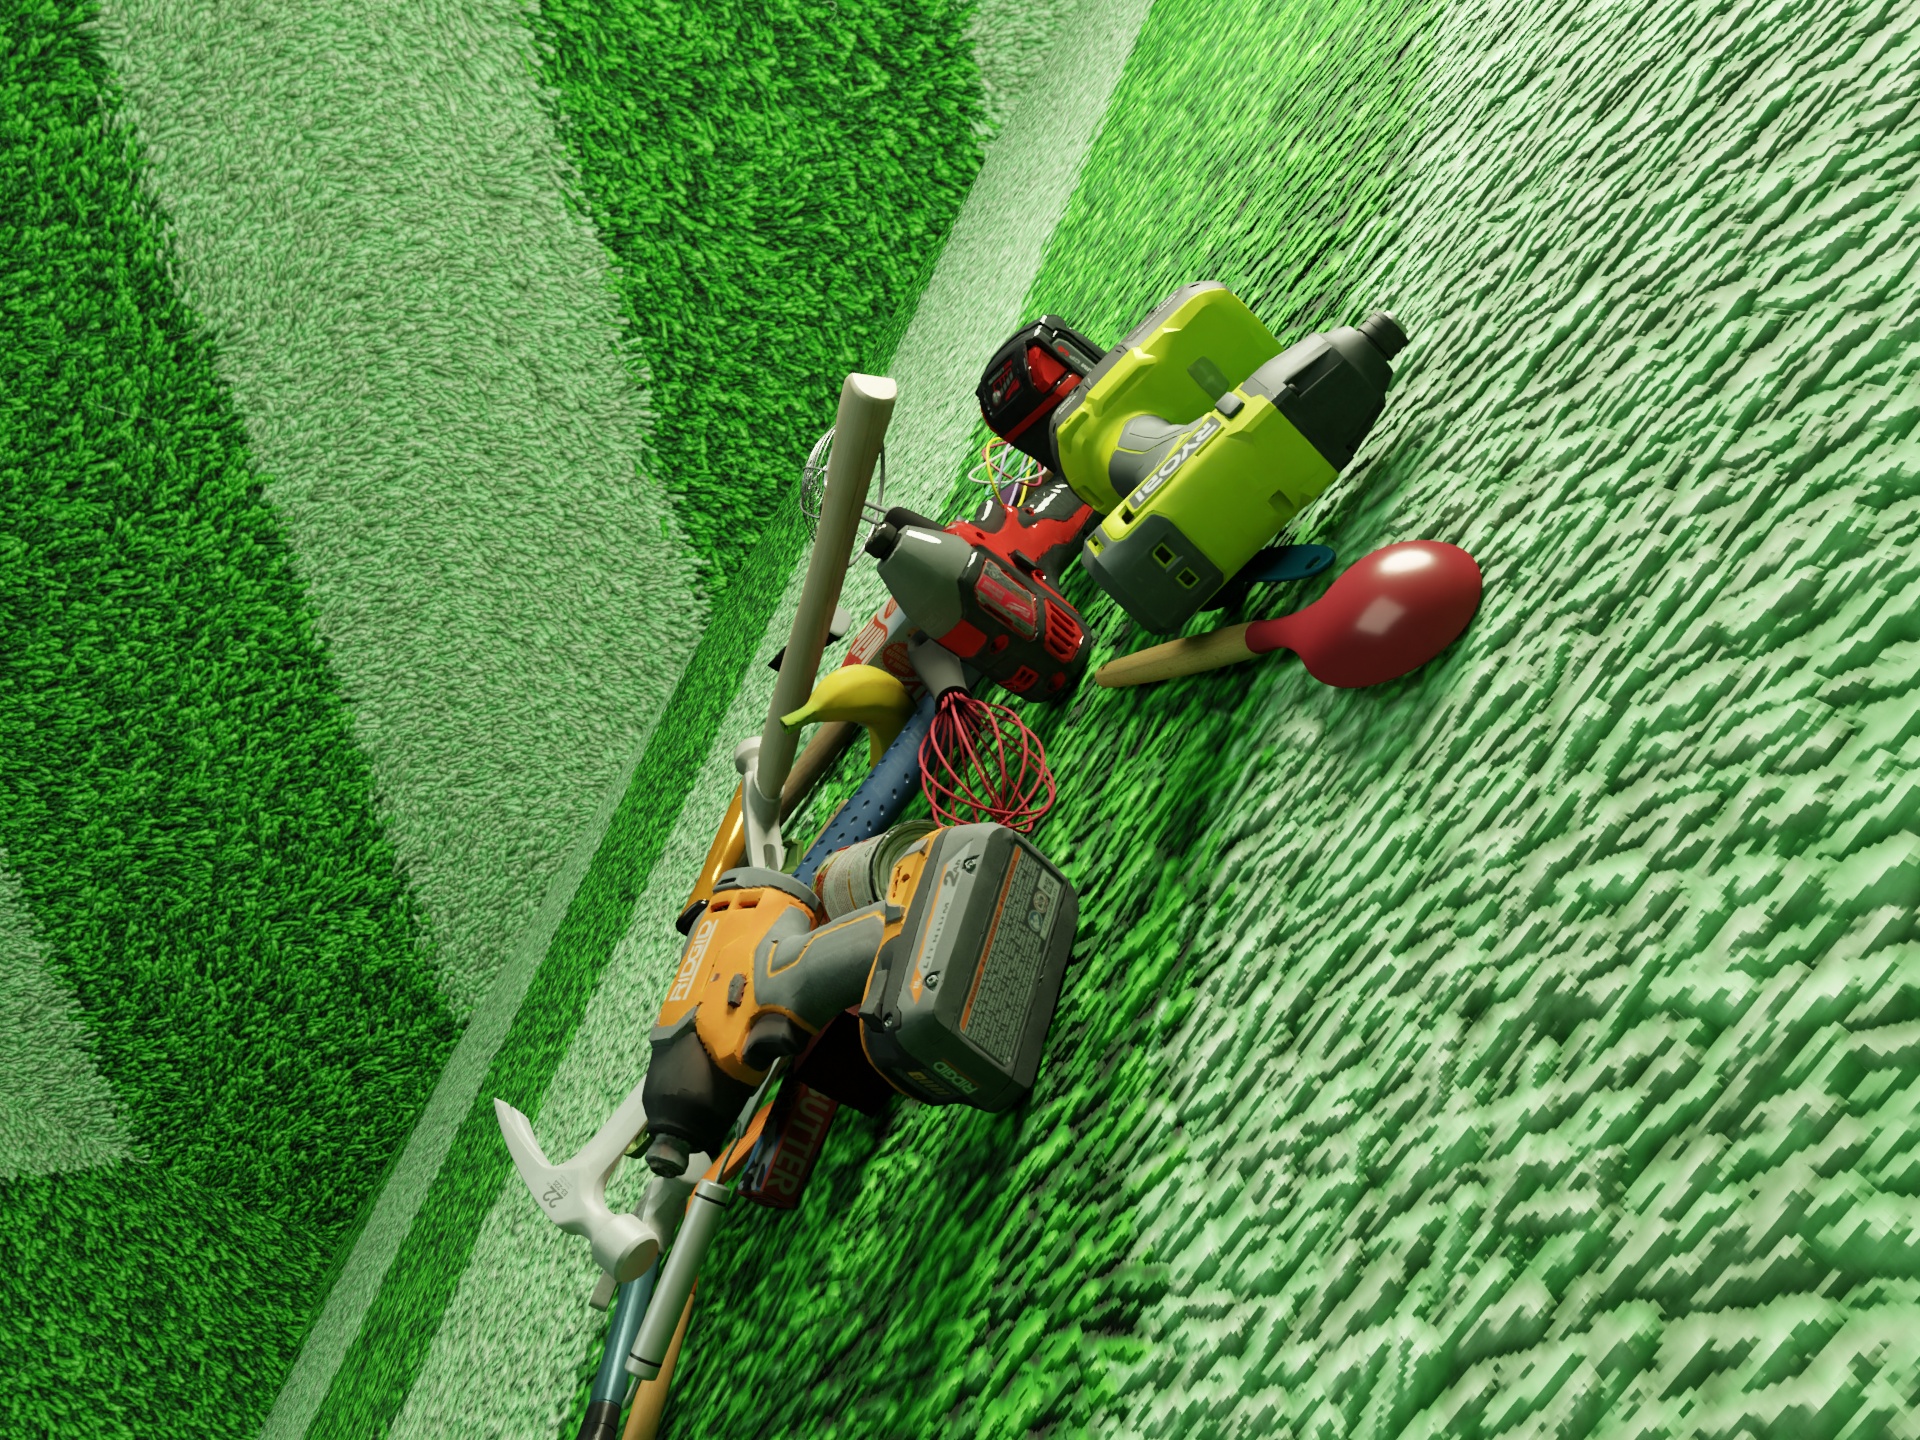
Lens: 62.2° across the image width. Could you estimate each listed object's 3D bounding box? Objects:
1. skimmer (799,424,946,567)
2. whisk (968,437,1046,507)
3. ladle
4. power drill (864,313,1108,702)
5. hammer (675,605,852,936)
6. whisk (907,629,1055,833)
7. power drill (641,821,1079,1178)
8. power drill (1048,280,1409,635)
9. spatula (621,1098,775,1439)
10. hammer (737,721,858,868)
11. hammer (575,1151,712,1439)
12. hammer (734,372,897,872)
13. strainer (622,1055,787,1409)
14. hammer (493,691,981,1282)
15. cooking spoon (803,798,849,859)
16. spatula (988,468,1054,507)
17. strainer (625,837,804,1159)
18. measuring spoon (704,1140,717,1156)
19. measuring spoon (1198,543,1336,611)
[{"bbox_3d":[-0.041,-0.152,1.160,0.364,0.090,0.127,-145,60,-64],"label":"skimmer"},{"bbox_3d":[0.050,-0.209,1.186,0.051,0.047,0.245,-46,8,26],"label":"whisk"},{"bbox_3d":[0.123,-0.034,0.711,0.069,0.031,0.315,-55,11,-13],"label":"ladle"},{"bbox_3d":[0.035,-0.131,0.959,0.078,0.143,0.220,-33,29,55],"label":"power drill"},{"bbox_3d":[-0.184,0.049,1.422,0.127,0.034,0.337,-39,26,50],"label":"hammer"},{"bbox_3d":[-0.001,-0.003,0.944,0.073,0.073,0.296,-57,19,13],"label":"whisk"},{"bbox_3d":[-0.063,0.139,0.764,0.226,0.084,0.164,-16,43,41],"label":"power drill"},{"bbox_3d":[0.125,-0.145,0.788,0.171,0.080,0.223,-45,19,12],"label":"power drill"},{"bbox_3d":[-0.158,0.356,0.914,0.081,0.041,0.323,-40,29,51],"label":"spatula"},{"bbox_3d":[-0.139,0.050,1.405,0.331,0.031,0.130,-53,17,25],"label":"hammer"},{"bbox_3d":[-0.214,0.420,0.936,0.128,0.033,0.331,-56,16,37],"label":"hammer"},{"bbox_3d":[-0.106,-0.060,1.143,0.146,0.038,0.410,-106,26,-44],"label":"hammer"},{"bbox_3d":[-0.139,0.258,0.900,0.087,0.050,0.258,110,-179,-73],"label":"strainer"},{"bbox_3d":[-0.128,0.141,1.003,0.405,0.144,0.035,-52,-32,-14],"label":"hammer"},{"bbox_3d":[-0.169,0.187,1.270,0.319,0.017,0.069,-56,17,20],"label":"cooking spoon"},{"bbox_3d":[0.059,-0.176,1.201,0.060,0.018,0.316,-59,13,-13],"label":"spatula"},{"bbox_3d":[-0.180,0.202,1.088,0.256,0.069,0.152,-52,35,16],"label":"strainer"},{"bbox_3d":[-0.167,0.306,1.059,0.034,0.018,0.124,-60,21,10],"label":"measuring spoon"},{"bbox_3d":[0.139,-0.064,0.728,0.042,0.021,0.129,-50,17,-11],"label":"measuring spoon"}]
